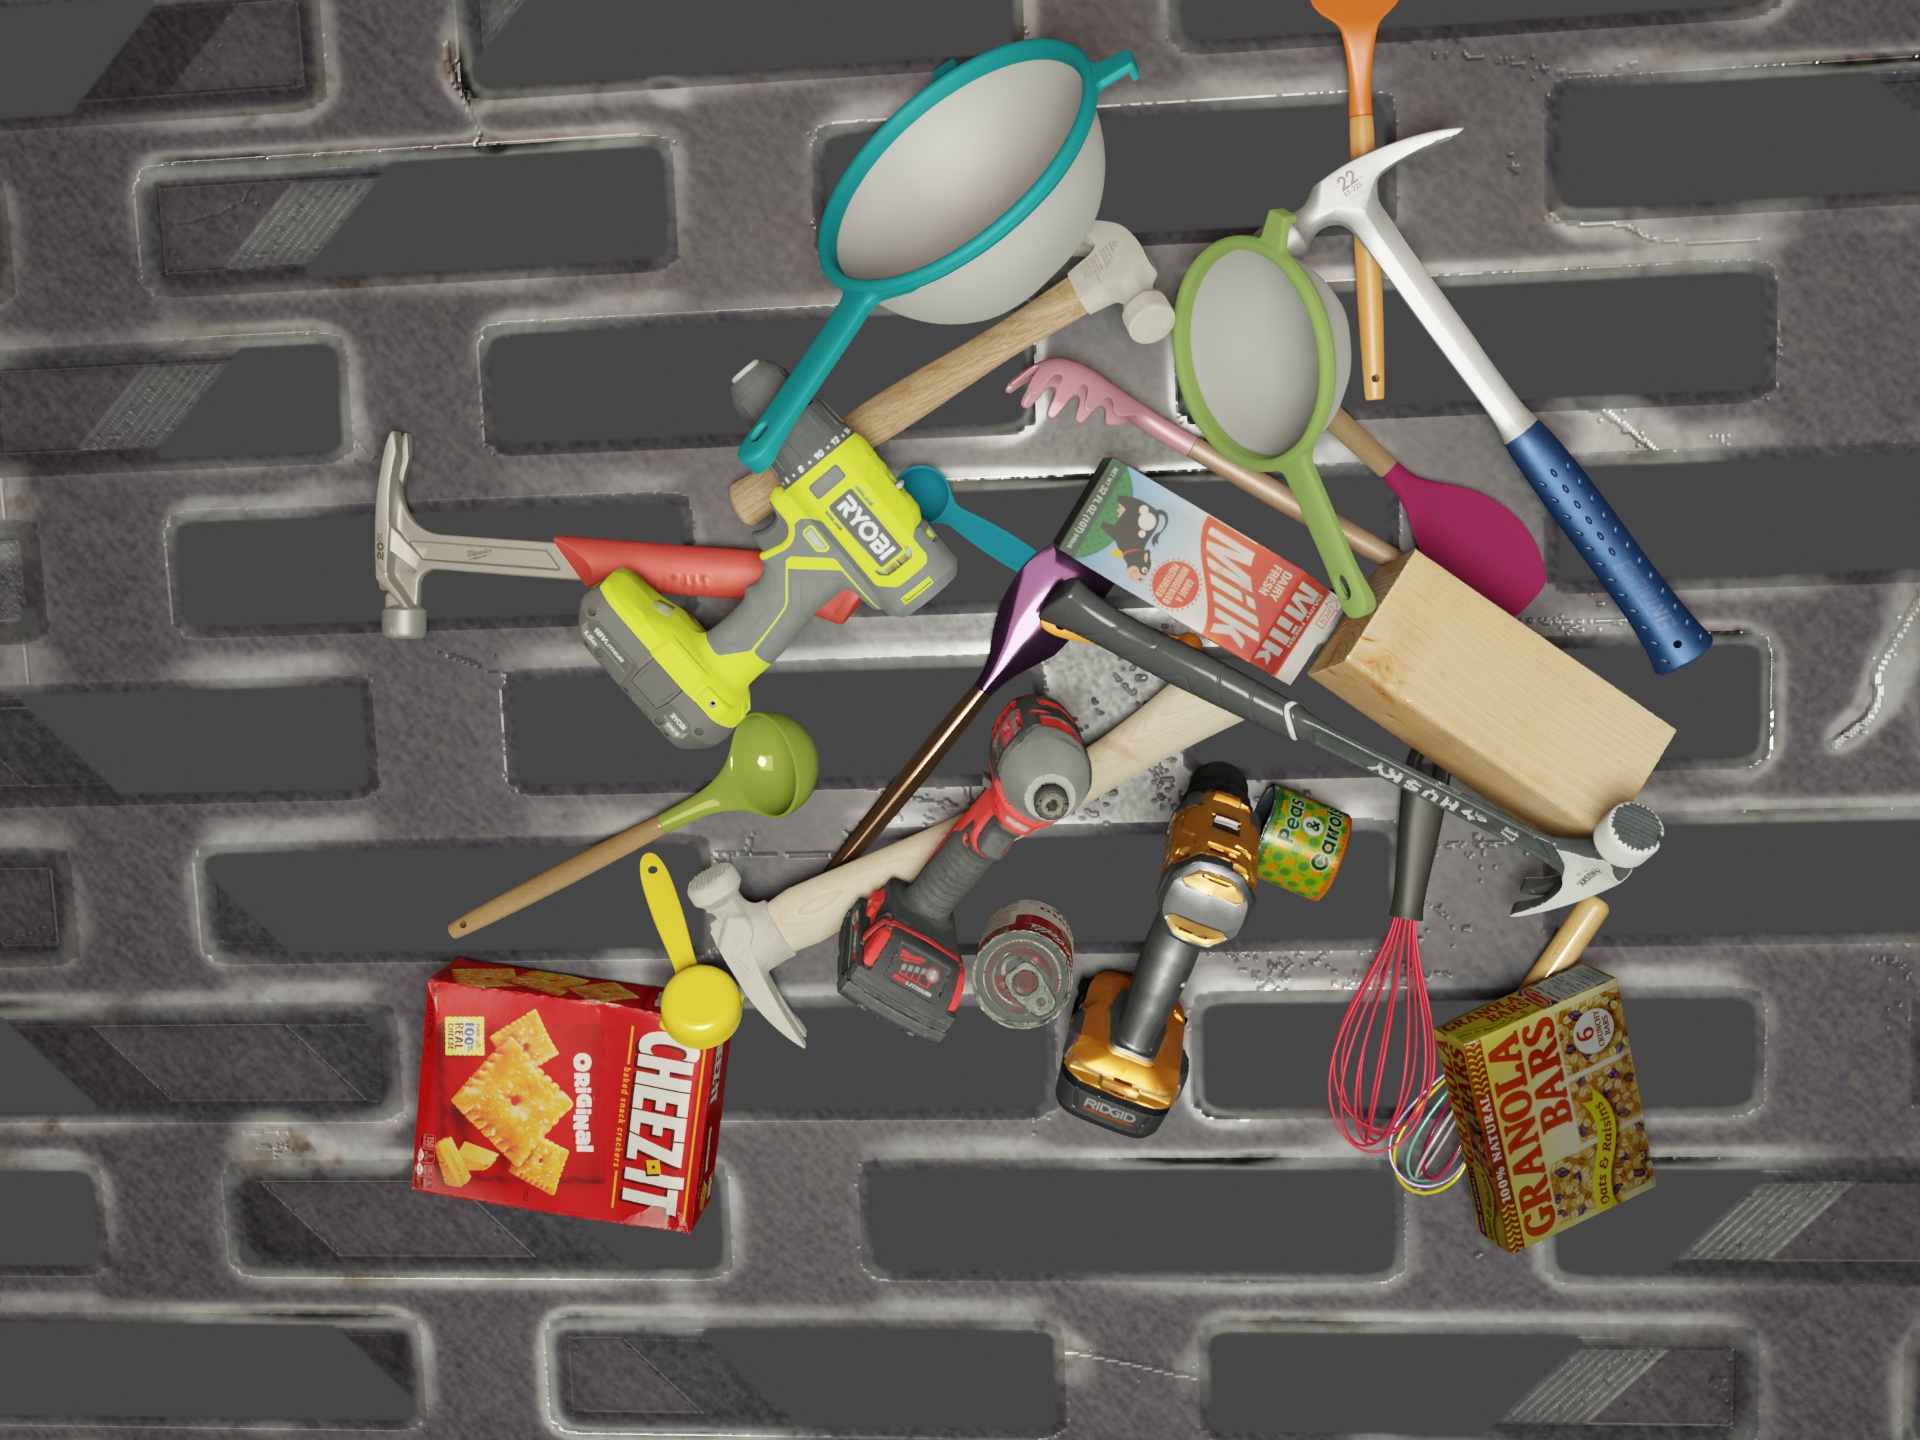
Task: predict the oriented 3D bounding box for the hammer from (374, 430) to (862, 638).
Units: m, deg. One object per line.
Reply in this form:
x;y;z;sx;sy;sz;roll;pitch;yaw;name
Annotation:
-0.241;-0.121;1.138;0.359;0.037;0.149;5;97;5;hammer

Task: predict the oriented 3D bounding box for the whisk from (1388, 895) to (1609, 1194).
0.383;0.229;1.118;0.051;0.047;0.245;31;94;-17;whisk

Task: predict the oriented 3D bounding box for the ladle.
-0.243;0.086;1.151;0.320;0.062;0.078;-27;79;10;ladle

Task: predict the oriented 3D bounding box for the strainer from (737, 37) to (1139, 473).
-0.018;-0.278;1.023;0.095;0.211;0.340;41;78;-41;strainer

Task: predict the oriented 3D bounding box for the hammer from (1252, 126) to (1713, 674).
0.372;-0.205;1.059;0.144;0.035;0.405;-37;96;11;hammer

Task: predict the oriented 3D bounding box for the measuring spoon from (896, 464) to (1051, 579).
0.009;-0.137;1.127;0.128;0.021;0.042;31;101;-8;measuring spoon

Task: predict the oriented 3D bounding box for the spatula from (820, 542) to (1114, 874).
-0.002;-0.004;1.137;0.059;0.018;0.316;38;97;-8;spatula

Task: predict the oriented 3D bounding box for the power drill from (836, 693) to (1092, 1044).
0.008;0.093;1.038;0.078;0.143;0.219;31;104;-12;power drill

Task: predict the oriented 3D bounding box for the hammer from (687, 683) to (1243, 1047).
0.020;0.085;1.128;0.410;0.038;0.146;-27;105;4;hammer

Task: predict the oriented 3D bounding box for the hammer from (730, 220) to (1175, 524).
-0.019;-0.231;1.085;0.331;0.031;0.130;-29;52;16;hammer

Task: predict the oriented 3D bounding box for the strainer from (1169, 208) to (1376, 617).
0.228;-0.193;1.027;0.069;0.151;0.256;-21;87;-26;strainer

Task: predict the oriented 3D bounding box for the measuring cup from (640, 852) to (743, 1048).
-0.201;0.158;1.135;0.062;0.029;0.157;-18;65;-15;measuring cup

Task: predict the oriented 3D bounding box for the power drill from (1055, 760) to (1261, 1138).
0.142;0.145;1.084;0.084;0.185;0.226;20;117;2;power drill

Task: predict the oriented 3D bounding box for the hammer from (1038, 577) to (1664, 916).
0.237;0.011;1.046;0.409;0.149;0.036;28;65;9;hammer

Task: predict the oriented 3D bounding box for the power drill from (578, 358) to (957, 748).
-0.142;-0.108;1.067;0.228;0.080;0.190;-38;101;12;power drill

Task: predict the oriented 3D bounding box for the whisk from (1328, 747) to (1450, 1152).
0.308;0.157;1.111;0.073;0.073;0.296;9;91;4;whisk

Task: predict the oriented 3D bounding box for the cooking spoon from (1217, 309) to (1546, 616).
0.276;-0.190;1.093;0.319;0.017;0.069;43;91;-1;cooking spoon

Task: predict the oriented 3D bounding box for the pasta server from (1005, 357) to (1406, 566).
0.179;-0.168;1.093;0.316;0.060;0.040;29;90;-3;pasta server

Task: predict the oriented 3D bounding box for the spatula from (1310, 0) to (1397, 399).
0.270;-0.380;1.072;0.081;0.041;0.322;-4;100;5;spatula

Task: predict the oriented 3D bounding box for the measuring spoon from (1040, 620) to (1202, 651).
0.114;-0.060;1.117;0.117;0.011;0.021;10;100;-4;measuring spoon
